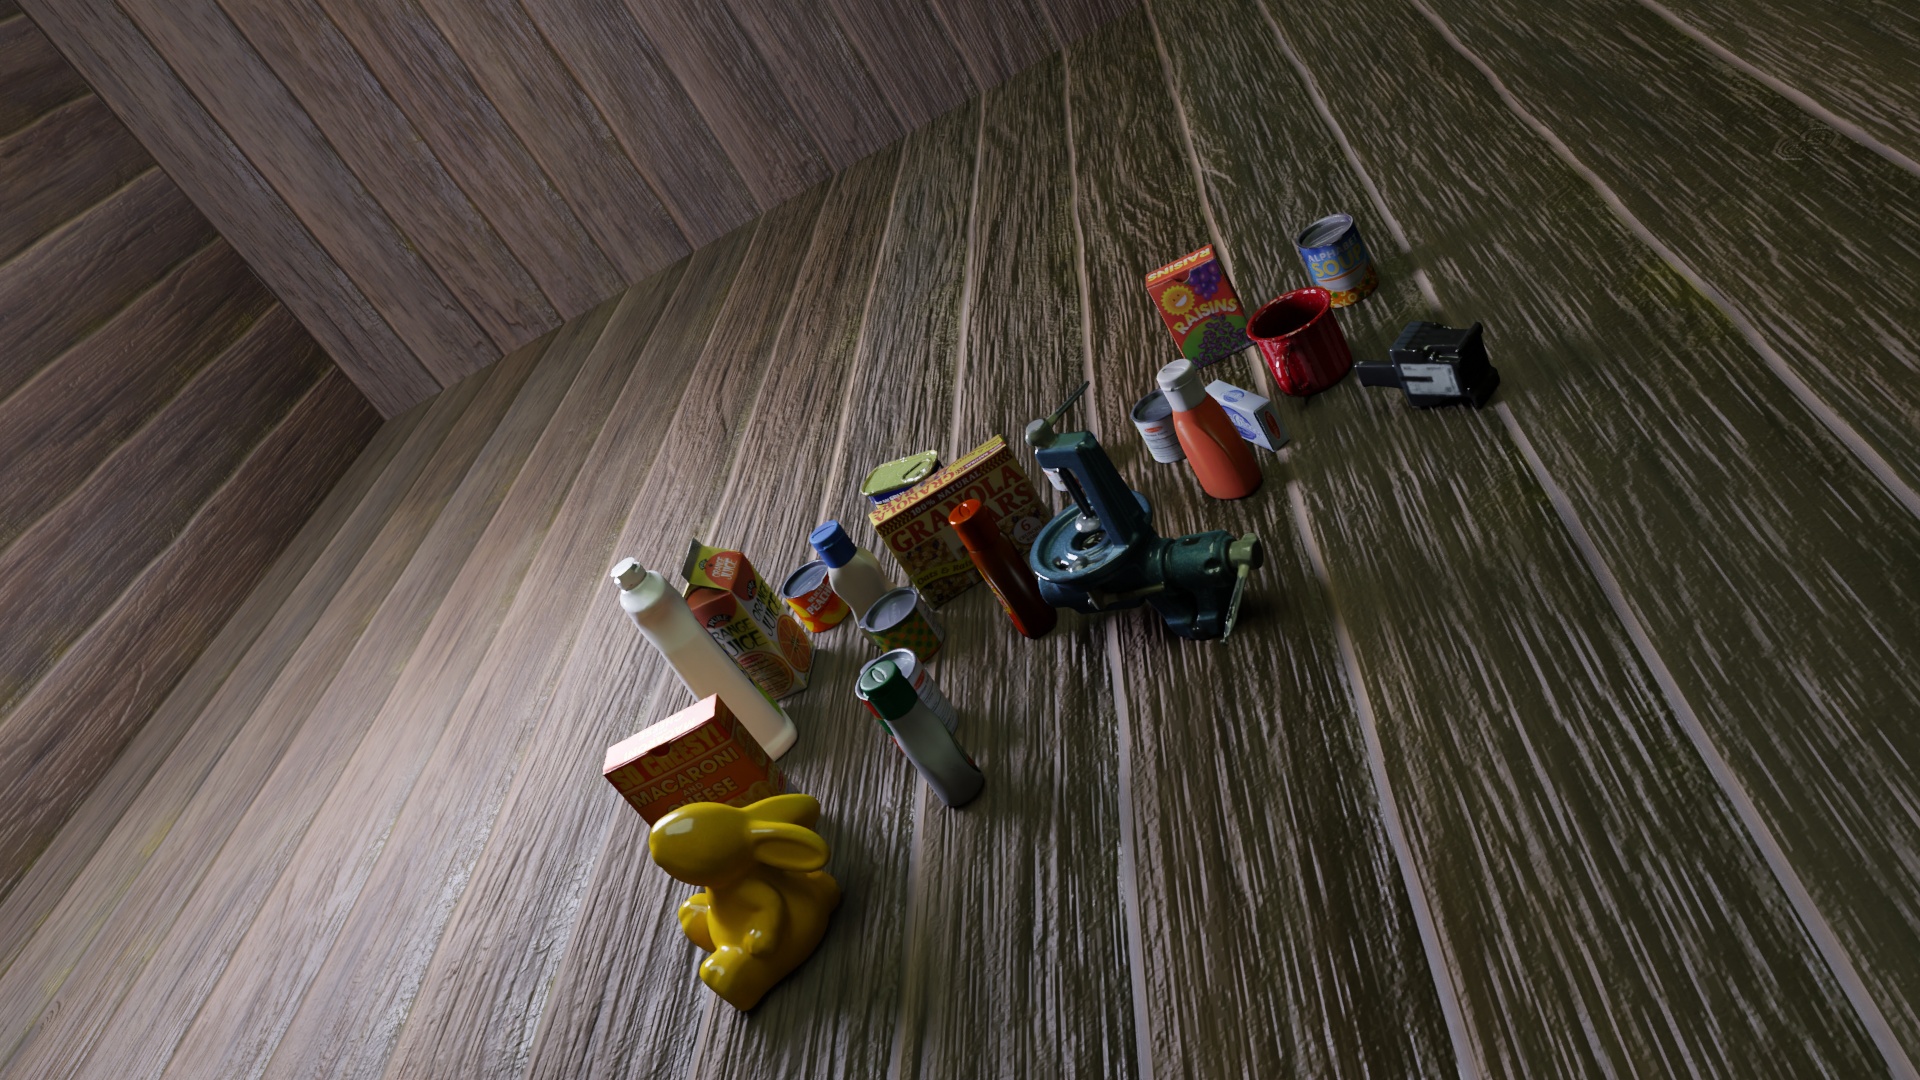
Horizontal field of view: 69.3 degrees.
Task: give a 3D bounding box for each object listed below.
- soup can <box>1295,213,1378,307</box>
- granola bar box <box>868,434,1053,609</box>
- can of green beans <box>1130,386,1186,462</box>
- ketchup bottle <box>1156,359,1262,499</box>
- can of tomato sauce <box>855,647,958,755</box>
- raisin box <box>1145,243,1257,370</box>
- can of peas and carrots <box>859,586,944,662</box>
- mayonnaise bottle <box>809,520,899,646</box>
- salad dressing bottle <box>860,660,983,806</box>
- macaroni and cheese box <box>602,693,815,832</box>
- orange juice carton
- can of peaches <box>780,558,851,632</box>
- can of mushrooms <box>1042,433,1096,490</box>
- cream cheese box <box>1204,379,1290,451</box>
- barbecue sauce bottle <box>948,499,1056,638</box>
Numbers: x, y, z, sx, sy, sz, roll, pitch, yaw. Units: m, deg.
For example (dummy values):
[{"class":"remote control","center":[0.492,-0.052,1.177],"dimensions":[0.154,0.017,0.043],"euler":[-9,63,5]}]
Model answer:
[{"class":"soup can","center":[0.424,-0.312,1.557],"dimensions":[0.071,0.083,0.072],"euler":[-25,29,15]},{"class":"granola bar box","center":[0.005,-0.019,1.488],"dimensions":[0.165,0.124,0.039],"euler":[-32,28,3]},{"class":"can of green beans","center":[0.226,-0.126,1.497],"dimensions":[0.071,0.057,0.071],"euler":[-25,29,15]},{"class":"ketchup bottle","center":[0.239,-0.108,1.359],"dimensions":[0.064,0.148,0.044],"euler":[6,47,51]},{"class":"can of tomato sauce","center":[-0.051,0.154,1.318],"dimensions":[0.071,0.083,0.071],"euler":[-25,29,15]},{"class":"raisin box","center":[0.277,-0.266,1.595],"dimensions":[0.086,0.123,0.040],"euler":[-23,30,20]},{"class":"can of peas and carrots","center":[-0.061,0.093,1.451],"dimensions":[0.071,0.058,0.071],"euler":[-25,29,15]},{"class":"mayonnaise bottle","center":[-0.106,0.044,1.480],"dimensions":[0.064,0.147,0.041],"euler":[-29,28,9]},{"class":"salad dressing bottle","center":[-0.034,0.168,1.210],"dimensions":[0.044,0.147,0.064],"euler":[-39,28,-9]},{"class":"macaroni and cheese box","center":[-0.231,0.235,1.289],"dimensions":[0.123,0.166,0.040],"euler":[-28,28,11]},{"class":"orange juice carton","center":[-0.241,0.085,1.508],"dimensions":[0.073,0.192,0.072],"euler":[-24,29,18]},{"class":"can of peaches","center":[-0.163,0.065,1.603],"dimensions":[0.071,0.058,0.071],"euler":[-25,29,15]},{"class":"can of mushrooms","center":[0.129,-0.090,1.567],"dimensions":[0.071,0.033,0.071],"euler":[-25,29,15]},{"class":"cream cheese box","center":[0.294,-0.130,1.438],"dimensions":[0.024,0.053,0.104],"euler":[-38,28,-7]},{"class":"barbecue sauce bottle","center":[0.041,0.025,1.356],"dimensions":[0.043,0.148,0.065],"euler":[-32,28,3]}]
